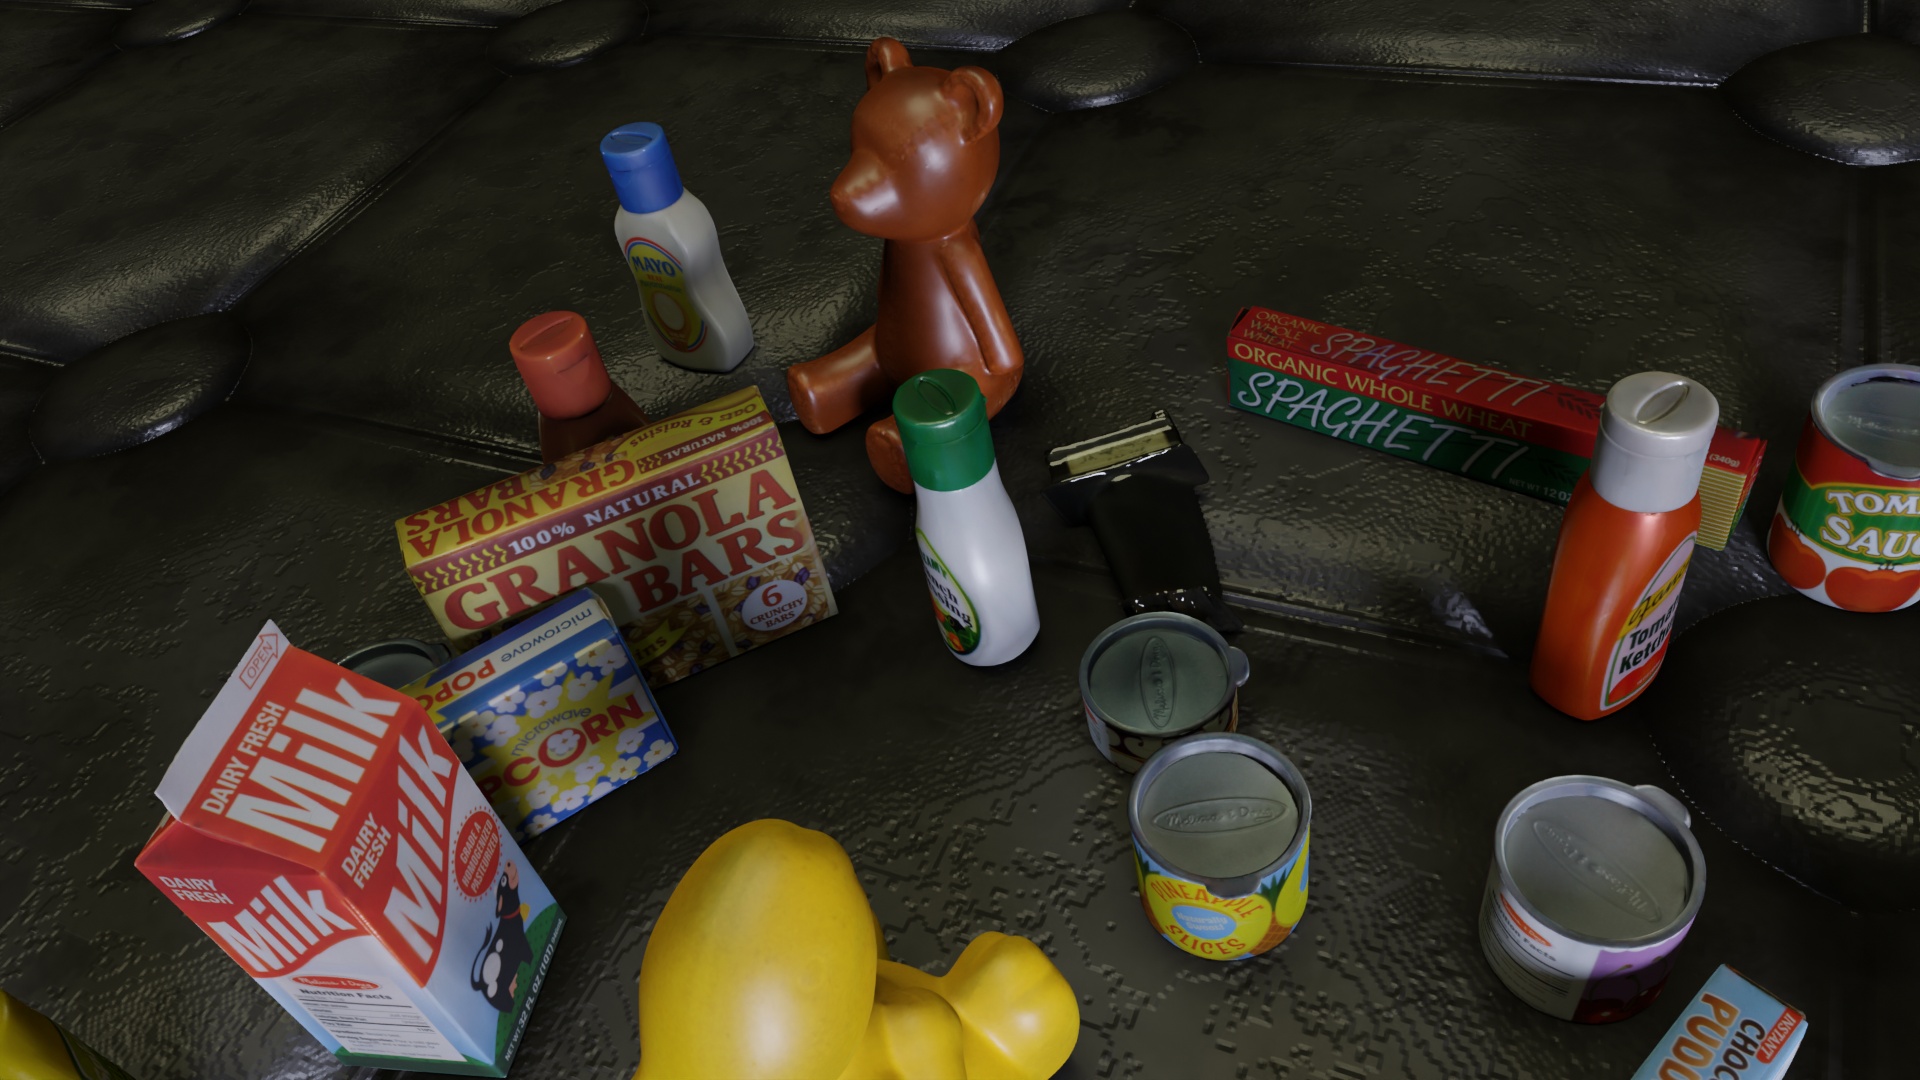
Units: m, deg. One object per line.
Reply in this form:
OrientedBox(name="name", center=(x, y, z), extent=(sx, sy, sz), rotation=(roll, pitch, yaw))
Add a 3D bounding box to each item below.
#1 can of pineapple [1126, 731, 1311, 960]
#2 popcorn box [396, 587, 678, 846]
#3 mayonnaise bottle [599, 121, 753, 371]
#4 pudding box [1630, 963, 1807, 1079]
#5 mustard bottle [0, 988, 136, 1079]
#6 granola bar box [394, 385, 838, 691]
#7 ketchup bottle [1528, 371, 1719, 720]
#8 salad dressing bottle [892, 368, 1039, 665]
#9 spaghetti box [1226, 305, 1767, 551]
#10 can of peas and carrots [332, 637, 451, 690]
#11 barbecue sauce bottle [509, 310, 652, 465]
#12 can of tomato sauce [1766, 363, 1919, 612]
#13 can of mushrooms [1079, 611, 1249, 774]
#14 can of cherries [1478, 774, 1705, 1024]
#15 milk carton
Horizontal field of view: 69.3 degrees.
OrientedBox(name="can of pineapple", center=(0.097, 0.117, 0.522), extent=(0.071, 0.057, 0.071), rotation=(-7, 45, 7))
OrientedBox(name="popcorn box", center=(-0.195, 0.087, 0.599), extent=(0.127, 0.084, 0.038), rotation=(-30, 47, -17))
OrientedBox(name="mayonnaise bottle", center=(-0.167, -0.167, 0.803), extent=(0.065, 0.147, 0.041), rotation=(14, 51, 25))
OrientedBox(name="pudding box", center=(0.227, 0.180, 0.435), extent=(0.084, 0.049, 0.030), rotation=(-37, 49, -23))
OrientedBox(name="mustard bottle", center=(-0.326, 0.189, 0.474), extent=(0.065, 0.159, 0.049), rotation=(27, 57, 34))
OrientedBox(name="granola bar box", center=(-0.149, 0.014, 0.635), extent=(0.166, 0.123, 0.039), rotation=(-23, 45, -10))
OrientedBox(name="ketchup bottle", center=(0.256, 0.003, 0.535), extent=(0.065, 0.148, 0.043), rotation=(-36, 49, -22))
OrientedBox(name="salad dressing bottle", center=(0.002, -0.008, 0.605), extent=(0.044, 0.147, 0.064), rotation=(-27, 46, -14))
OrientedBox(name="spaghetti box", center=(0.244, -0.059, 0.670), extent=(0.250, 0.050, 0.029), rotation=(22, 54, 30))
OrientedBox(name="can of peas and carrots", center=(-0.254, 0.086, 0.633), extent=(0.071, 0.058, 0.071), rotation=(-7, 45, 7))
OrientedBox(name="barbecue sauce bottle", center=(-0.176, -0.043, 0.680), extent=(0.065, 0.147, 0.044), rotation=(-38, 49, -23))
OrientedBox(name="can of tomato sauce", center=(0.380, -0.019, 0.576), extent=(0.071, 0.082, 0.071), rotation=(-7, 45, 7))
OrientedBox(name="can of mushrooms", center=(0.088, 0.066, 0.593), extent=(0.071, 0.033, 0.071), rotation=(-7, 45, 7))
OrientedBox(name="can of cherries", center=(0.221, 0.125, 0.485), extent=(0.071, 0.058, 0.072), rotation=(-7, 45, 7))
OrientedBox(name="milk carton", center=(-0.219, 0.117, 0.500), extent=(0.073, 0.189, 0.073), rotation=(-1, 46, 13))
